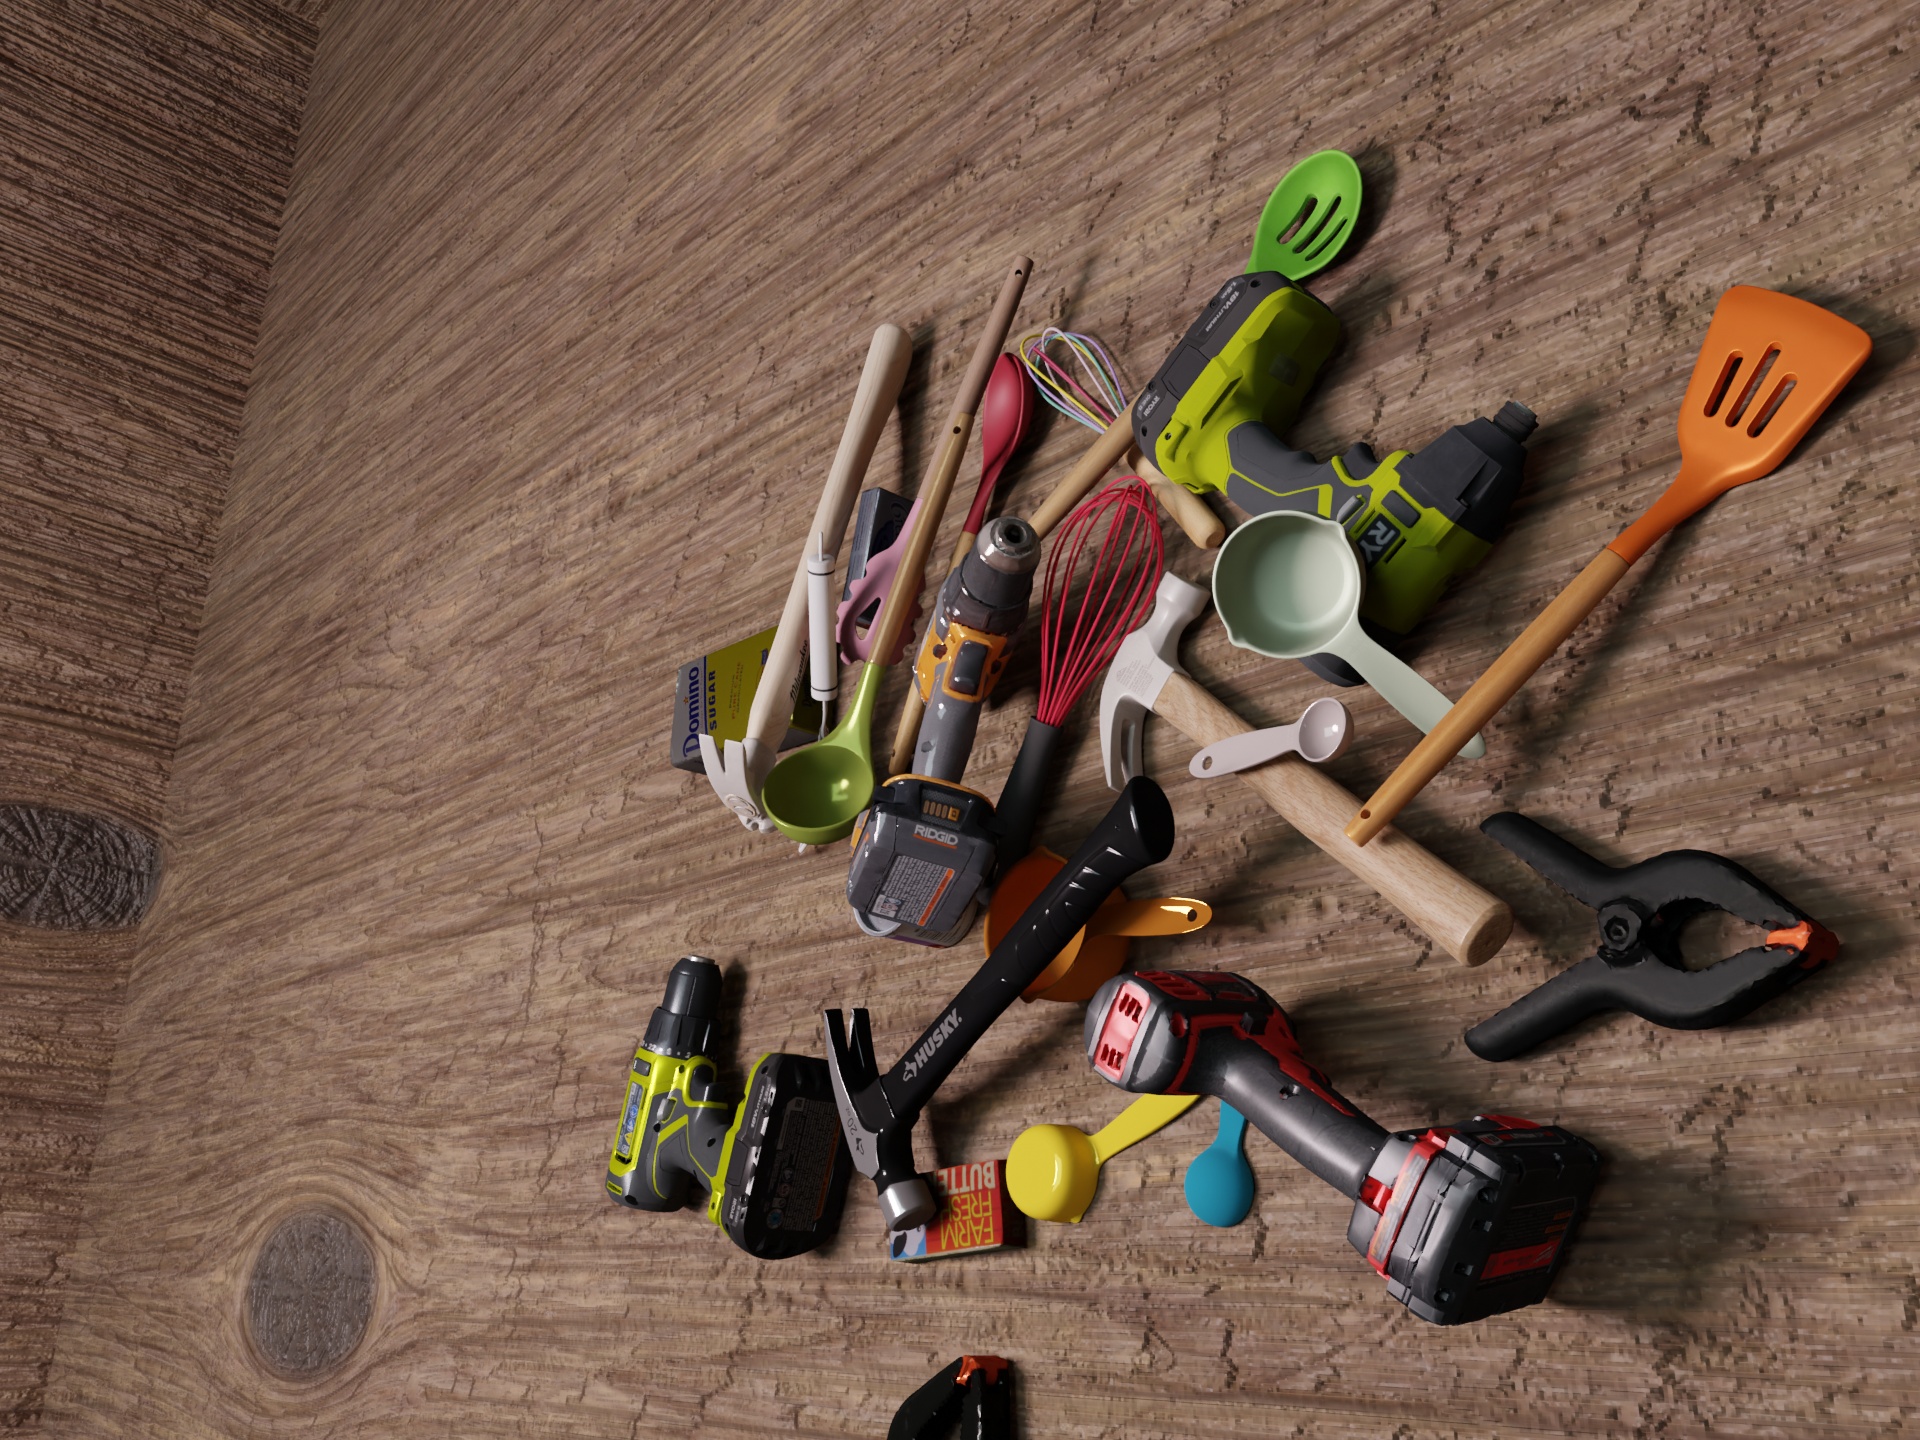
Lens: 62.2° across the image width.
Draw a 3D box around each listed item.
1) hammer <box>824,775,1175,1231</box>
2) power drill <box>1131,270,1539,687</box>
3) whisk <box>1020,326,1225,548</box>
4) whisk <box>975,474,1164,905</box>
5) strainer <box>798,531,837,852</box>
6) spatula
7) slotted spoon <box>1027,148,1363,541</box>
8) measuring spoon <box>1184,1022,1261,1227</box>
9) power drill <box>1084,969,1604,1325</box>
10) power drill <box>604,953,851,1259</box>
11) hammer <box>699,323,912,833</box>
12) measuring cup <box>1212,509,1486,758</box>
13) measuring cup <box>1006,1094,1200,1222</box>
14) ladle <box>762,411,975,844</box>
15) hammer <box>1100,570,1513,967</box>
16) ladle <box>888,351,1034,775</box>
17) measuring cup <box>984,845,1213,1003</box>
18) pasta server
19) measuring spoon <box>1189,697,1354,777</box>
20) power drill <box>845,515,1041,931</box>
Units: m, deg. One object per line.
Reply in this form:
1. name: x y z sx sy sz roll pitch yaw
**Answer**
1. hammer: 0.019 0.152 0.940 0.334 0.035 0.146 -54 47 32
2. power drill: 0.207 -0.150 0.898 0.171 0.080 0.223 -53 47 22
3. whisk: 0.103 -0.191 1.056 0.051 0.047 0.245 -50 47 22
4. whisk: 0.063 -0.016 1.025 0.073 0.073 0.296 31 105 50
5. strainer: -0.096 -0.014 1.151 0.087 0.050 0.258 -88 -1 -62
6. spatula: 0.294 -0.064 0.762 0.322 0.041 0.081 -48 44 7
7. slotted spoon: 0.139 -0.224 1.004 0.313 0.031 0.070 -48 53 13
8. measuring spoon: 0.144 0.210 0.867 0.042 0.021 0.129 1 77 49
9. power drill: 0.177 0.186 0.758 0.220 0.143 0.078 27 101 44
10. power drill: -0.172 0.279 1.161 0.229 0.080 0.190 3 78 52
11. hammer: -0.105 -0.128 1.187 0.038 0.146 0.411 11 68 10
12. measuring cup: 0.205 -0.042 0.818 0.167 0.038 0.083 43 114 8
13. measuring cup: 0.082 0.239 0.919 0.156 0.029 0.062 -44 47 31
14. ladle: -0.054 -0.066 1.100 0.078 0.062 0.320 20 89 22
15. hammer: 0.175 0.034 0.873 0.130 0.031 0.332 -62 35 13
16. ladle: -0.001 -0.111 1.154 0.069 0.031 0.315 20 93 67
17. measuring cup: 0.092 0.122 0.940 0.173 0.052 0.095 -11 68 44
18. pasta server: -0.014 -0.182 1.141 0.040 0.060 0.316 -125 57 -85
19. measuring spoon: 0.168 0.015 0.857 0.124 0.018 0.034 -21 57 56
20. power drill: -0.002 -0.003 0.995 0.185 0.084 0.226 115 169 -59
